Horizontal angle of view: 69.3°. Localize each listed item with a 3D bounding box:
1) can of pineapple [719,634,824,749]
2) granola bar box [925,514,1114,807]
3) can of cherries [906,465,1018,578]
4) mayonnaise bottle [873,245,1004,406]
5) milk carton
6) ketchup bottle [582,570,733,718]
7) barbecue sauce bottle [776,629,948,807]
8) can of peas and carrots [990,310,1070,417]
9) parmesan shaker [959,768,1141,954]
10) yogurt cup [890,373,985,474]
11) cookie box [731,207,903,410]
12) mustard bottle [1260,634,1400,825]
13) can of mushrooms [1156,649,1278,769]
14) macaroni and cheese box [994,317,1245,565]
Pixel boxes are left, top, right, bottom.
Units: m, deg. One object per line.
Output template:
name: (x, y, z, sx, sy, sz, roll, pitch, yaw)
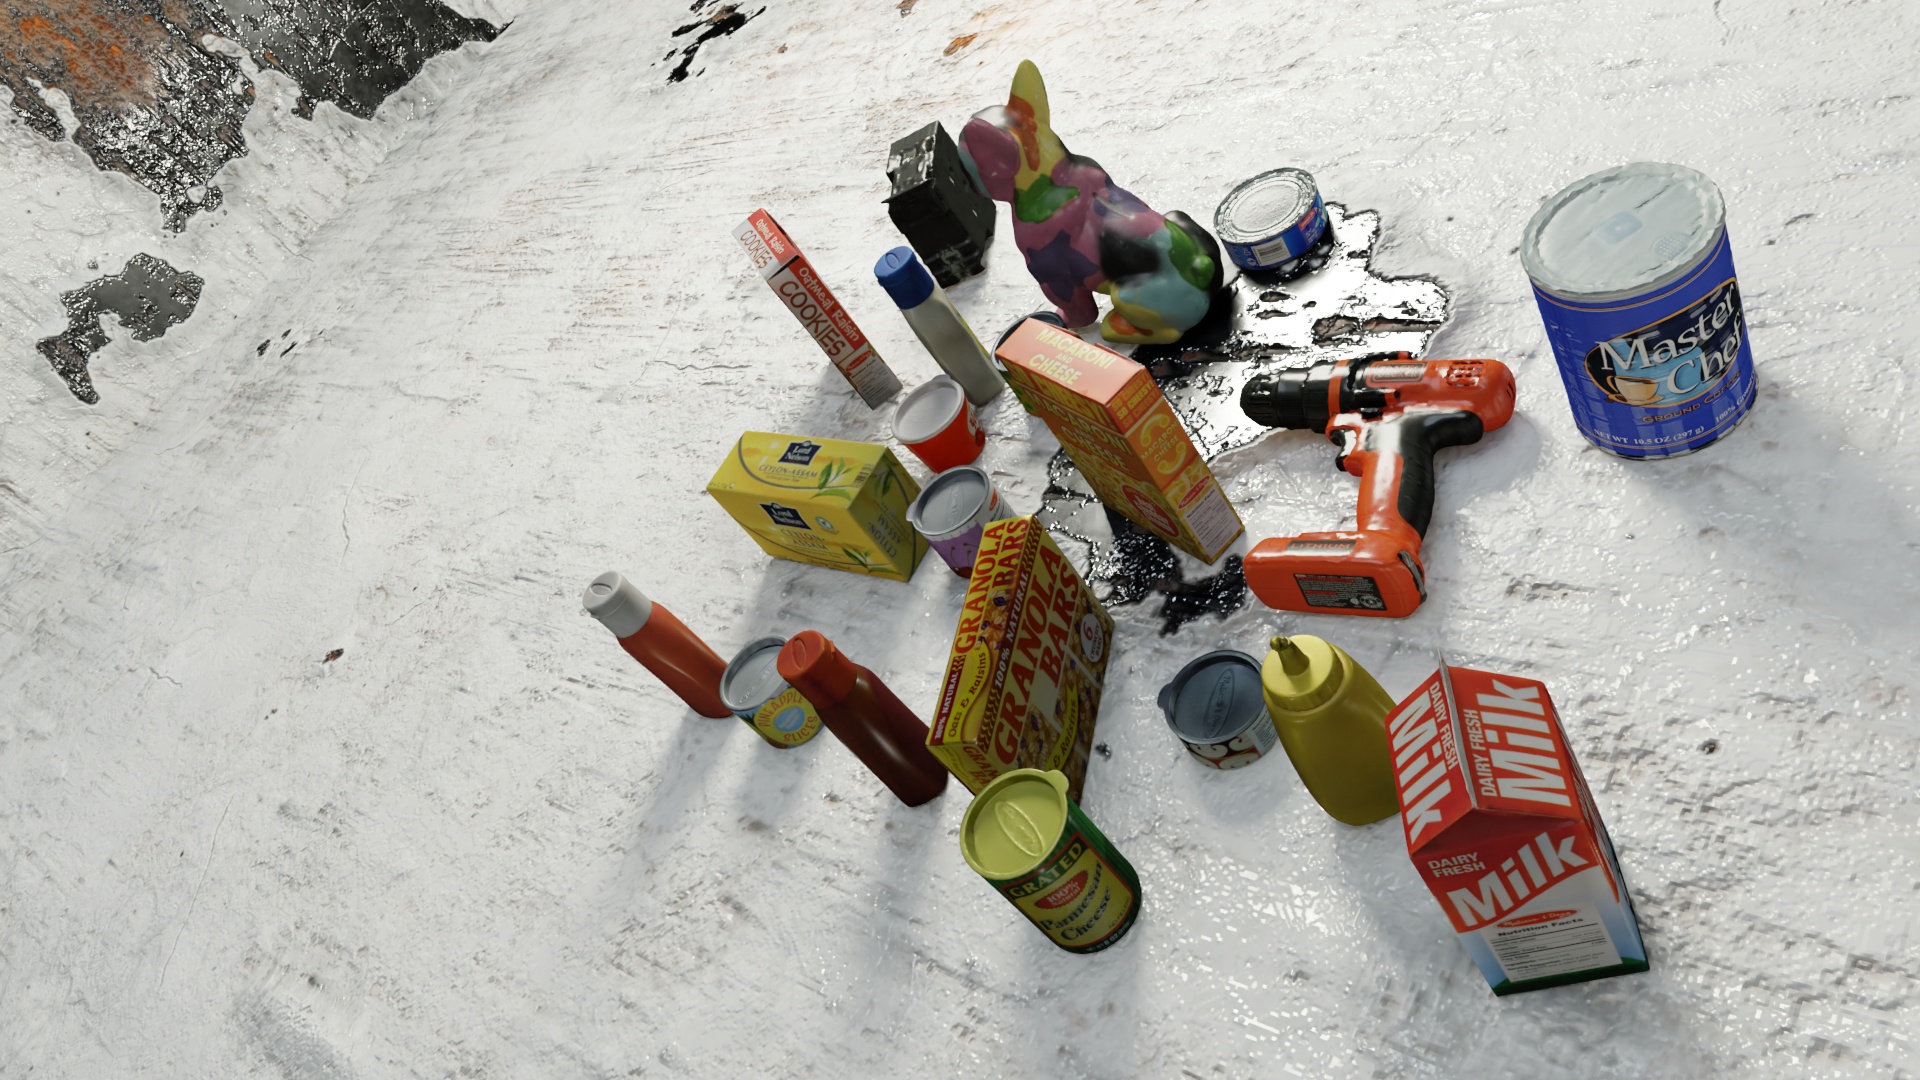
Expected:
can of pineapple: (-0.135, 0.114, 1.032, 0.071, 0.057, 0.071, -21, 43, 21)
granola bar box: (0.042, 0.087, 0.870, 0.039, 0.124, 0.166, -10, 48, 31)
can of cherries: (0.004, -0.013, 1.045, 0.071, 0.058, 0.072, -21, 43, 21)
mayonnaise bottle: (-0.018, -0.178, 1.148, 0.041, 0.147, 0.065, -36, 39, 5)
milk carton: (0.245, 0.128, 0.622, 0.073, 0.190, 0.073, -19, 44, 23)
ketchup bottle: (-0.227, 0.080, 1.063, 0.065, 0.148, 0.044, 9, 59, 43)
barbecue sauce bottle: (-0.063, 0.113, 0.906, 0.043, 0.148, 0.065, -31, 40, 10)
can of peas and carrots: (0.069, -0.141, 1.117, 0.071, 0.058, 0.071, -21, 43, 21)
parmesan shaker: (0.055, 0.182, 0.786, 0.071, 0.102, 0.072, -21, 43, 21)
yogurt cup: (-0.015, -0.091, 1.137, 0.072, 0.053, 0.073, -21, 43, 21)
cookie box: (-0.128, -0.209, 1.246, 0.040, 0.167, 0.123, -38, 39, 1)
mustard bottle: (0.193, 0.090, 0.722, 0.065, 0.159, 0.049, -31, 40, 11)
can of mushrooms: (0.157, 0.102, 0.838, 0.071, 0.033, 0.071, -21, 43, 21)
macaroni and cheese box: (0.108, -0.068, 0.932, 0.040, 0.166, 0.124, -46, 40, -8)
